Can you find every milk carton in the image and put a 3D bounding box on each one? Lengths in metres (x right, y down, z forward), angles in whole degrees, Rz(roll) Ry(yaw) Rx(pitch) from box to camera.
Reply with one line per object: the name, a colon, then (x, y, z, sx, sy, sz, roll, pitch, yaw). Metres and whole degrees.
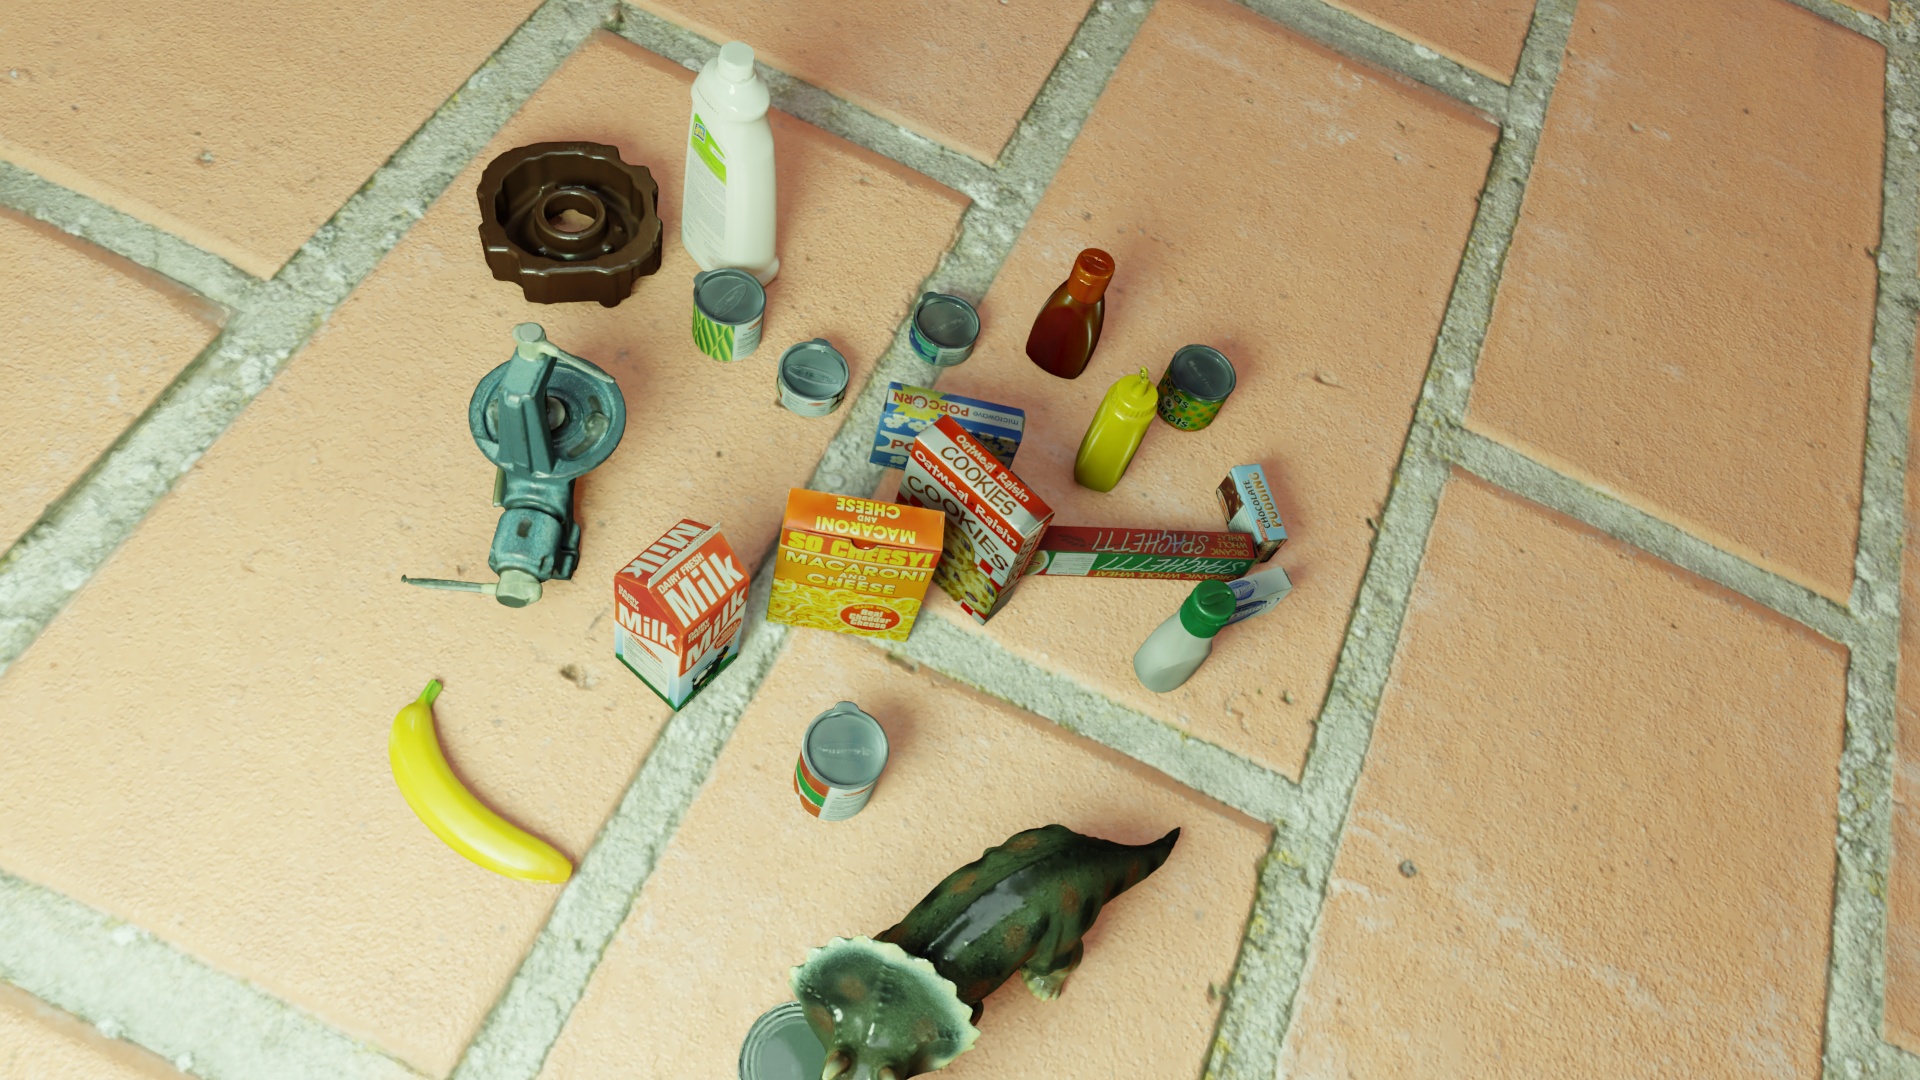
milk carton: (-0.215, 0.052, 1.065, 0.073, 0.189, 0.073, 40, 61, 10)

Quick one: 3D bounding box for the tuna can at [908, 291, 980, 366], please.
tuna can: (-0.017, -0.205, 1.347, 0.071, 0.032, 0.071, 6, 60, -10)

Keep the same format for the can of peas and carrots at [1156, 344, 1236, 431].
can of peas and carrots: (0.226, -0.147, 1.355, 0.071, 0.058, 0.071, 6, 60, -10)

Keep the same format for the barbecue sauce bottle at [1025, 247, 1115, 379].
barbecue sauce bottle: (0.108, -0.215, 1.314, 0.065, 0.147, 0.044, 30, 59, 5)

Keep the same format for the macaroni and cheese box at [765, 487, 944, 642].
macaroni and cheese box: (-0.088, 0.024, 1.124, 0.124, 0.165, 0.040, 9, 60, -8)

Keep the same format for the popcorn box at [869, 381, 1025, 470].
popcorn box: (-0.012, -0.093, 1.254, 0.127, 0.084, 0.038, 12, 60, -6)

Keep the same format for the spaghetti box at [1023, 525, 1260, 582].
spaghetti box: (0.143, 0.012, 1.251, 0.250, 0.050, 0.029, 2, 61, -12)

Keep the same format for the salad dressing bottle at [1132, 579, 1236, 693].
salad dressing bottle: (0.189, 0.081, 1.167, 0.064, 0.147, 0.044, -15, 66, -20)

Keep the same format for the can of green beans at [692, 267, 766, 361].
can of green beans: (-0.215, -0.209, 1.289, 0.071, 0.057, 0.071, 6, 60, -10)

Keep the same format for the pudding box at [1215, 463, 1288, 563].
pudding box: (0.272, -0.025, 1.302, 0.030, 0.049, 0.084, -7, 63, -17)

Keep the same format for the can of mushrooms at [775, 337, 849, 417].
can of mushrooms: (-0.137, -0.151, 1.288, 0.071, 0.033, 0.071, 6, 60, -10)

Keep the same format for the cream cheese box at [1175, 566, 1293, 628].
cream cheese box: (0.242, 0.057, 1.247, 0.104, 0.053, 0.024, -16, 66, -21)

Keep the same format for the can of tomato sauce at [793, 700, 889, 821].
can of tomato sauce: (-0.095, 0.174, 1.086, 0.071, 0.082, 0.071, 6, 60, -10)

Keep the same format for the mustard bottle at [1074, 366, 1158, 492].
mustard bottle: (0.145, -0.105, 1.254, 0.049, 0.159, 0.065, 21, 59, -1)

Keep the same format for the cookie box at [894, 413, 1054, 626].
cookie box: (0.004, -0.015, 1.166, 0.123, 0.166, 0.040, 43, 61, 12)
